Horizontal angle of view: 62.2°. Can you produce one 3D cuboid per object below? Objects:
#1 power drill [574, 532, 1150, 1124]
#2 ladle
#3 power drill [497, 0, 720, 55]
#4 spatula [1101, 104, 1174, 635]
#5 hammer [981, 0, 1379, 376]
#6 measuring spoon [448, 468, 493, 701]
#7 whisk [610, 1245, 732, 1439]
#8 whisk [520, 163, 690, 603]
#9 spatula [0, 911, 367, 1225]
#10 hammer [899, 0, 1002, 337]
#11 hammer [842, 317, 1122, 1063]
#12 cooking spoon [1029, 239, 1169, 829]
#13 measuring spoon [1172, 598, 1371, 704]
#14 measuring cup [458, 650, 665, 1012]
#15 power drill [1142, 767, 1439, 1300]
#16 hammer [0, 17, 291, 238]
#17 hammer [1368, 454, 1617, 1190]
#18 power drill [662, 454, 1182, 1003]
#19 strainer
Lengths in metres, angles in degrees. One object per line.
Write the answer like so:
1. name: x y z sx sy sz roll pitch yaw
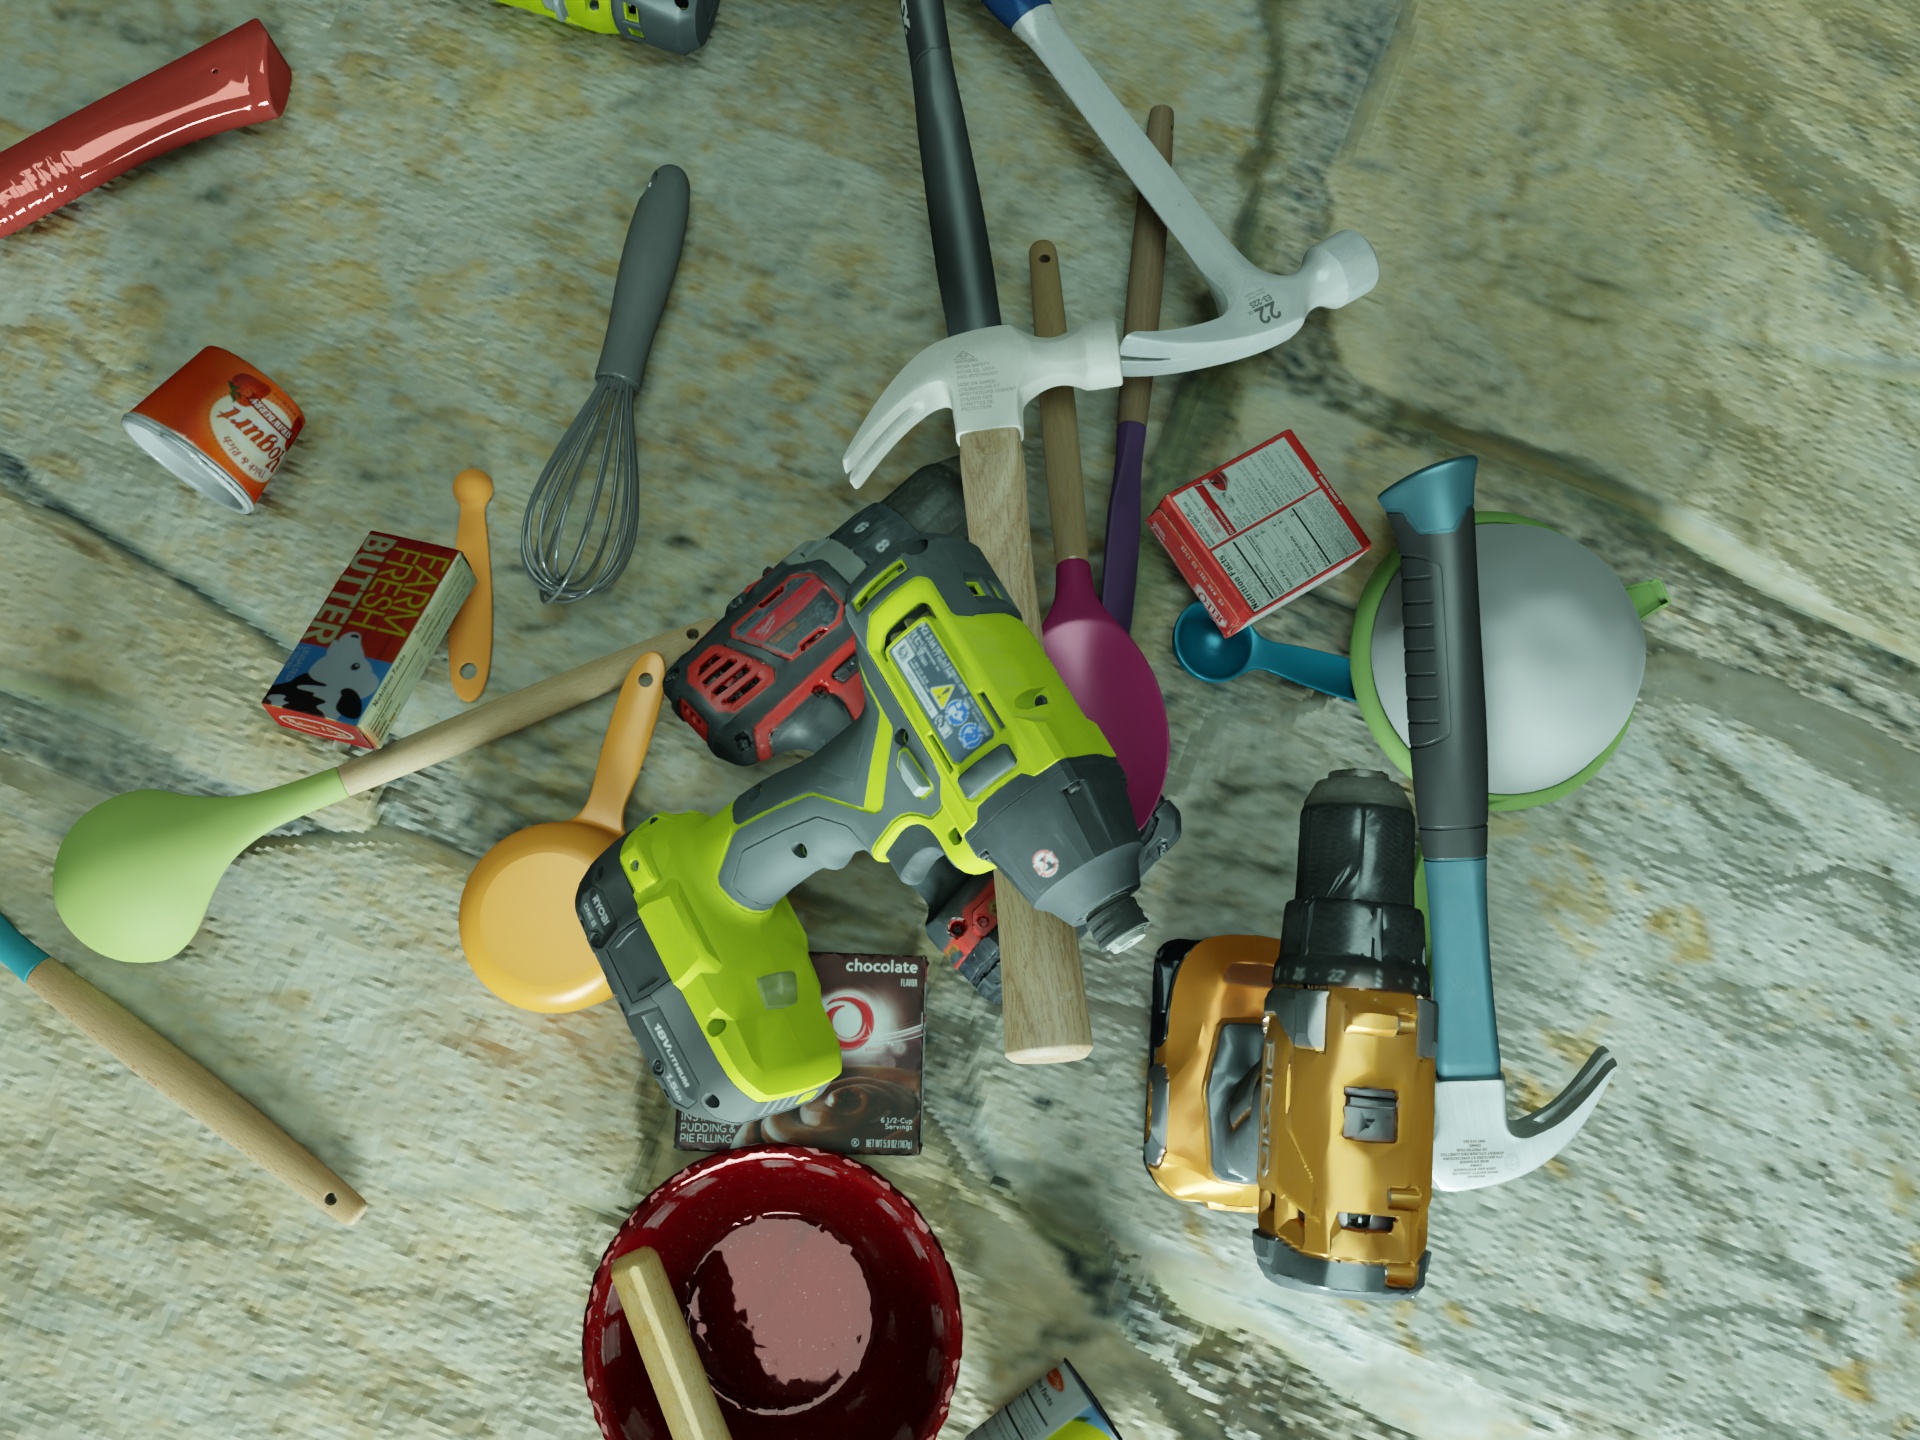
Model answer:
1. power drill: -0.039 0.058 0.632 0.223 0.080 0.171 -40 70 25
2. ladle: -0.261 0.021 0.746 0.320 0.062 0.078 -24 77 -14
3. power drill: -0.195 -0.470 0.812 0.190 0.080 0.228 17 82 -2
4. spatula: 0.088 -0.169 0.795 0.018 0.059 0.316 1 74 19
5. hammer: 0.038 -0.347 0.807 0.144 0.035 0.406 -31 79 -17
6. measuring spoon: -0.238 -0.067 0.770 0.021 0.011 0.117 -1 80 -4
7. whisk: -0.091 0.332 0.639 0.047 0.051 0.245 -24 79 -1
8. whisk: -0.167 -0.167 0.777 0.055 0.055 0.239 11 76 -2
9. spatula: -0.398 0.129 0.711 0.317 0.044 0.082 36 83 2
10. hammer: -0.010 -0.297 0.749 0.035 0.146 0.334 -12 101 -12
11. hammer: 0.020 -0.021 0.686 0.130 0.031 0.331 -7 71 7
12. cooking spoon: 0.051 -0.094 0.741 0.069 0.017 0.319 -6 66 5
13. measuring spoon: 0.163 -0.026 0.790 0.128 0.021 0.042 16 75 -10
14. measuring cup: -0.170 0.049 0.725 0.095 0.052 0.173 18 87 0
15. power drill: 0.134 0.124 0.652 0.084 0.226 0.185 5 80 -3
16. hammer: -0.497 -0.249 0.774 0.359 0.036 0.149 -33 84 -8
17. hammer: 0.221 0.048 0.720 0.128 0.033 0.331 -4 93 12
18. power drill: -0.001 -0.002 0.744 0.188 0.080 0.227 -43 81 -15
19. strainer: 0.252 0.016 0.753 0.151 0.069 0.256 20 80 -5
